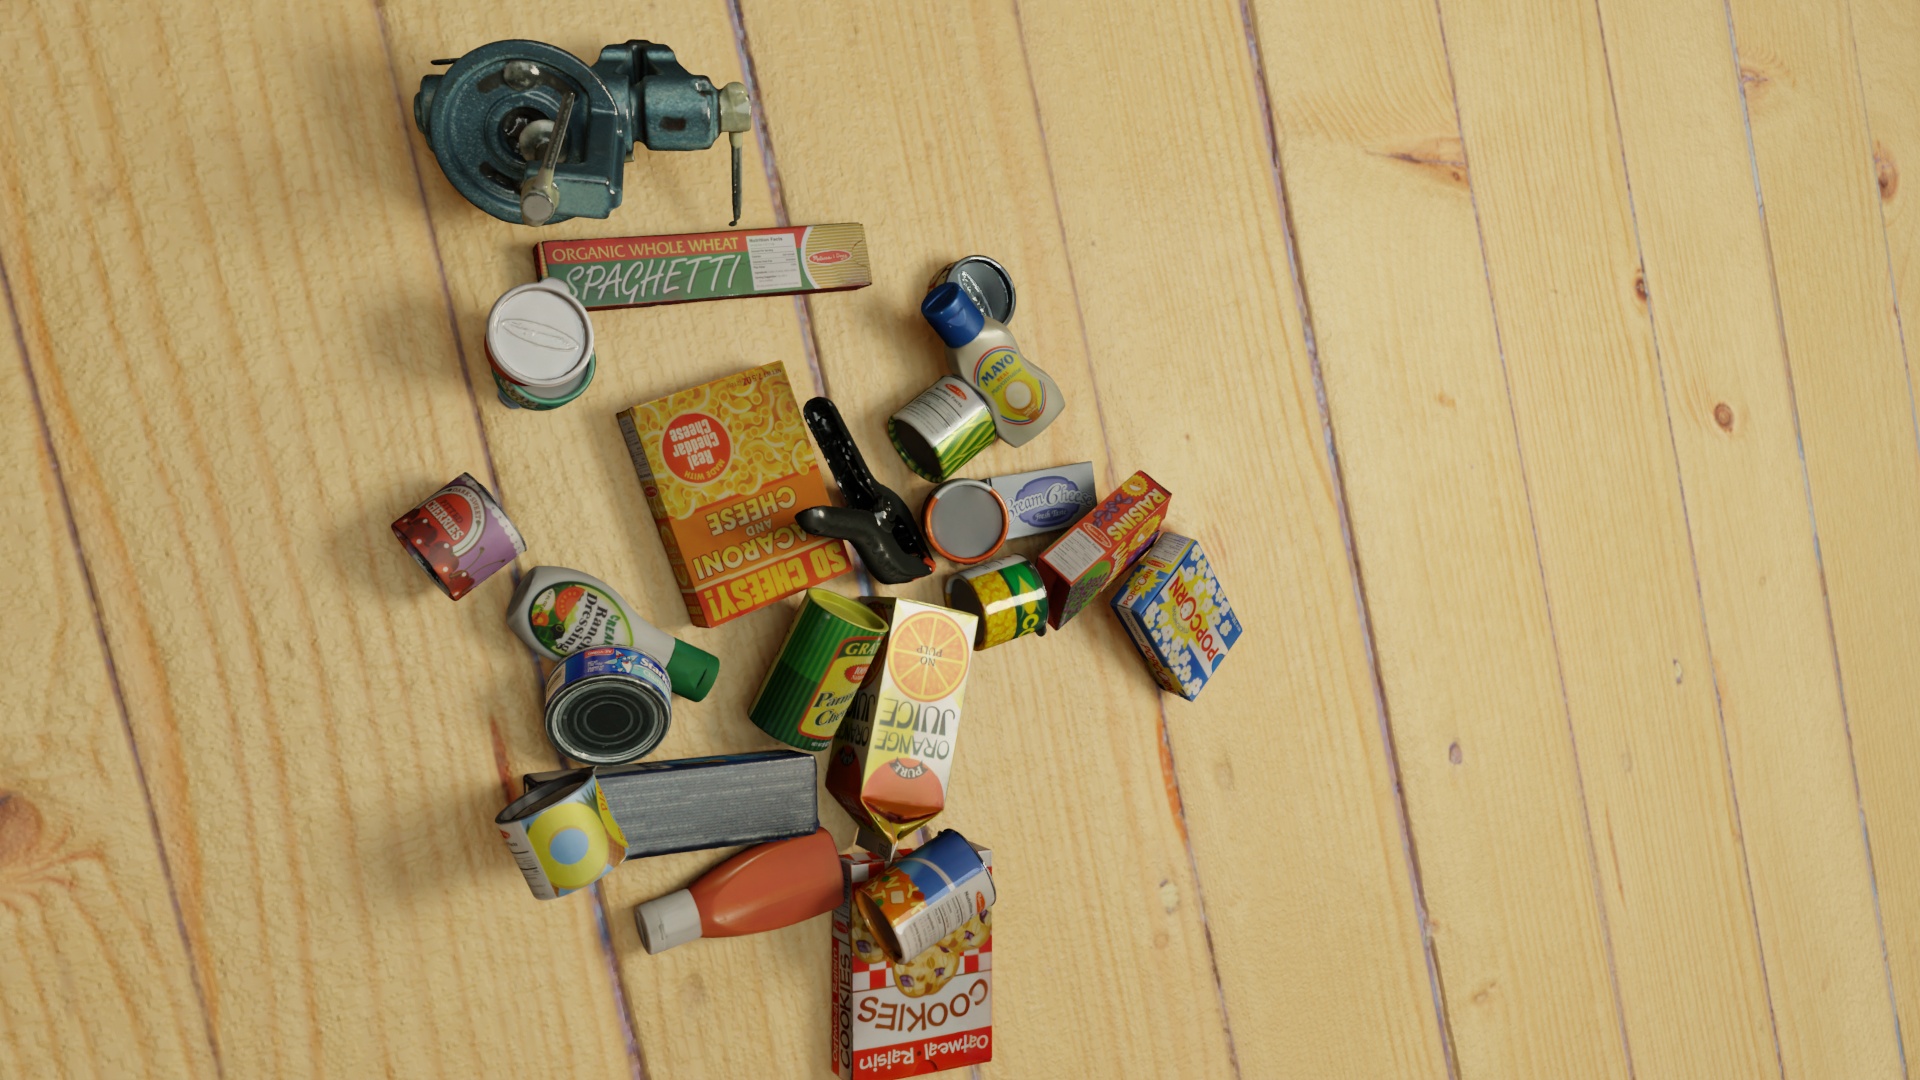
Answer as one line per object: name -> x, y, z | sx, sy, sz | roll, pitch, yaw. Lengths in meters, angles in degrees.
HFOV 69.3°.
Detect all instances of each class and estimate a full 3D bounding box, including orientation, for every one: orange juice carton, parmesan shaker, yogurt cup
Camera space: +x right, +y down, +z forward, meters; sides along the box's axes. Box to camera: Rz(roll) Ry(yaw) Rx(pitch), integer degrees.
orange juice carton -> -0.049, 0.143, 1.060 | 0.073, 0.071, 0.193 | 14, 82, -27
parmesan shaker -> -0.104, 0.095, 1.020 | 0.071, 0.071, 0.103 | 23, 99, -26
yogurt cup -> -0.281, -0.132, 0.915 | 0.072, 0.054, 0.072 | 1, 87, -28

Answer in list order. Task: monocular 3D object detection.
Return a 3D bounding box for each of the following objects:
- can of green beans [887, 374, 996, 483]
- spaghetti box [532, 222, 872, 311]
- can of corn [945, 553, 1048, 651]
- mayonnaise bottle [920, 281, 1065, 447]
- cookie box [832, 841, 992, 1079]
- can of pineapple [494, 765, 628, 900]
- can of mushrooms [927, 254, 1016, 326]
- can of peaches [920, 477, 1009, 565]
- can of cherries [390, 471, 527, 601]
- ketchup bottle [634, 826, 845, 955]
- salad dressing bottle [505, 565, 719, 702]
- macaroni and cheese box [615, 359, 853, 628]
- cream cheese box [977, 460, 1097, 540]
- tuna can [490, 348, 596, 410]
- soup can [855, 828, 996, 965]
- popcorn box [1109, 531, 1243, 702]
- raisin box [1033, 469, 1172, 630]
can of green beans -> -0.015, -0.087, 1.089 | 0.058, 0.071, 0.071 | -40, 107, -22
spaghetti box -> -0.185, -0.201, 1.021 | 0.251, 0.028, 0.050 | -10, 94, -28
can of corn -> 0.029, 0.052, 1.107 | 0.058, 0.071, 0.071 | -17, 97, -27
mayonnaise bottle -> 0.023, -0.140, 1.097 | 0.065, 0.041, 0.147 | -41, 129, 1
cookie box -> -0.036, 0.326, 1.079 | 0.123, 0.040, 0.167 | 1, 88, -28
can of pineapple -> -0.251, 0.186, 0.885 | 0.071, 0.071, 0.057 | -28, 101, -26
can of mushrooms -> 0.007, -0.194, 1.122 | 0.071, 0.033, 0.071 | 0, 89, -29
can of peaches -> 0.004, -0.014, 1.088 | 0.071, 0.058, 0.071 | 0, 92, -4
can of cherries -> -0.331, -0.003, 0.914 | 0.058, 0.071, 0.071 | -40, 107, -22
ketchup bottle -> -0.160, 0.259, 1.013 | 0.149, 0.043, 0.064 | -14, 95, -28
salad dressing bottle -> -0.241, 0.069, 0.975 | 0.147, 0.044, 0.064 | 29, 82, -25
macaroni and cheese box -> -0.164, -0.035, 1.022 | 0.124, 0.040, 0.166 | -22, 98, -27
cream cheese box -> 0.066, -0.033, 1.154 | 0.104, 0.024, 0.053 | -11, 93, -28
tuna can -> -0.290, -0.122, 0.961 | 0.071, 0.033, 0.071 | 1, 88, -28
soup can -> -0.028, 0.262, 1.029 | 0.084, 0.071, 0.071 | -28, 102, -26
popcorn box -> 0.186, 0.065, 1.185 | 0.085, 0.038, 0.126 | -51, 131, -20
raisin box -> 0.114, 0.008, 1.141 | 0.040, 0.085, 0.124 | 42, 65, 18
